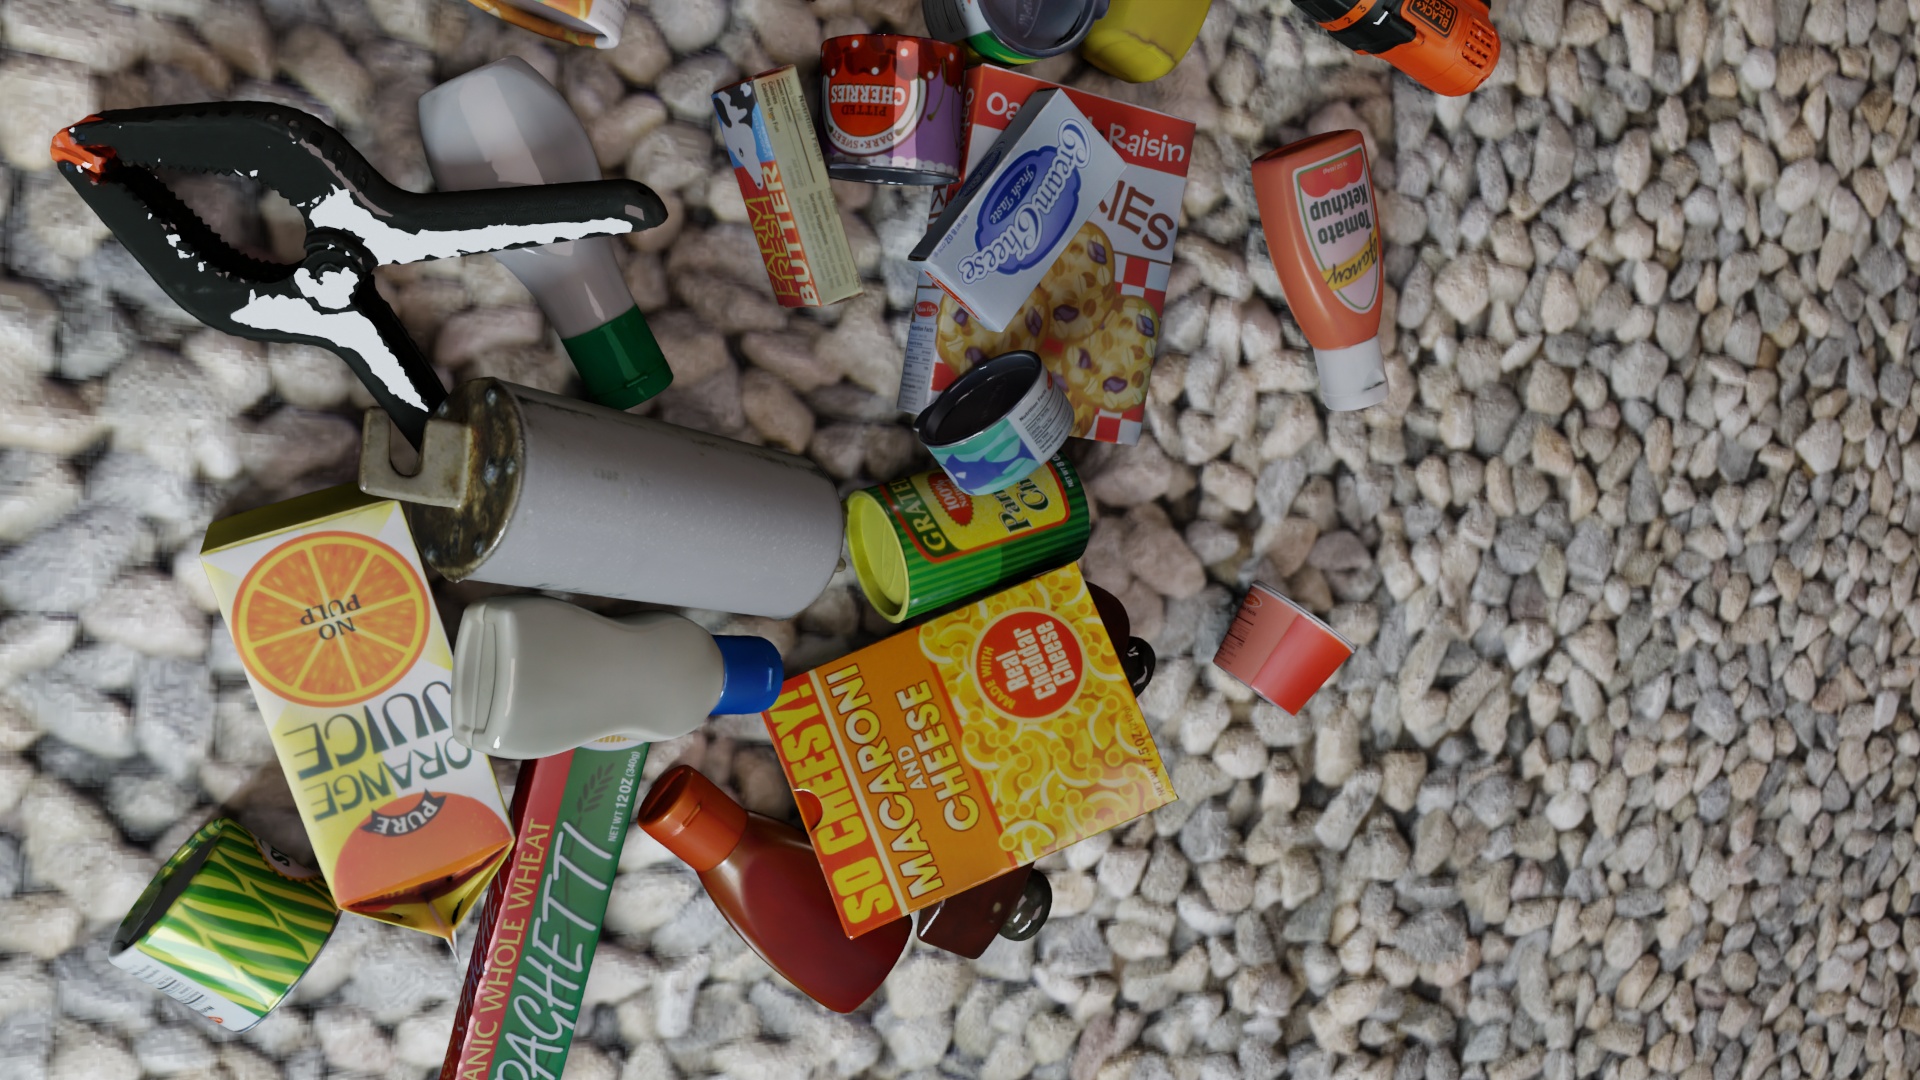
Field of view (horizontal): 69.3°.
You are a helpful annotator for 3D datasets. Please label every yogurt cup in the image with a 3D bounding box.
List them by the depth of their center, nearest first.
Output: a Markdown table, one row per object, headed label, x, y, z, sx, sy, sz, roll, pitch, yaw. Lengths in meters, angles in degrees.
| label | x | y | z | sx | sy | sz | roll | pitch | yaw |
| --- | --- | --- | --- | --- | --- | --- | --- | --- | --- |
| yogurt cup | 0.179 | 0.062 | 0.783 | 0.072 | 0.072 | 0.054 | 34 | 92 | -27 |

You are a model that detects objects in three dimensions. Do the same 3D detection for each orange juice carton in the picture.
| label | x | y | z | sx | sy | sz | roll | pitch | yaw |
| --- | --- | --- | --- | --- | --- | --- | --- | --- | --- |
| orange juice carton | -0.239 | 0.077 | 0.571 | 0.073 | 0.072 | 0.192 | -19 | 107 | -21 |

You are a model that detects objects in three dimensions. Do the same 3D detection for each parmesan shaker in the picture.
| label | x | y | z | sx | sy | sz | roll | pitch | yaw |
| --- | --- | --- | --- | --- | --- | --- | --- | --- | --- |
| parmesan shaker | 0.002 | -0.009 | 0.681 | 0.103 | 0.071 | 0.071 | -18 | 107 | -25 |

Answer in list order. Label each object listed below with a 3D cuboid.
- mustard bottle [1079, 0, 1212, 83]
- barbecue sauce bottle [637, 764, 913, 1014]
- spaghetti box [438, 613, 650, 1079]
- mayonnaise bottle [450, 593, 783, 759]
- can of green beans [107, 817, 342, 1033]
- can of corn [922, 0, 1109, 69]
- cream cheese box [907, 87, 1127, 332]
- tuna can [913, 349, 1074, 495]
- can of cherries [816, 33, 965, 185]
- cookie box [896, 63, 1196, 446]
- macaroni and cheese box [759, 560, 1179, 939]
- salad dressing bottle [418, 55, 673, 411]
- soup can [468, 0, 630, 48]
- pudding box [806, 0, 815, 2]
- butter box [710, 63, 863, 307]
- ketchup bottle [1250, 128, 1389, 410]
| label | x | y | z | sx | sy | sz | roll | pitch | yaw |
| --- | --- | --- | --- | --- | --- | --- | --- | --- | --- |
| mustard bottle | 0.109 | -0.307 | 0.682 | 0.049 | 0.065 | 0.160 | 23 | 85 | -24 |
| barbecue sauce bottle | -0.091 | 0.166 | 0.677 | 0.148 | 0.043 | 0.065 | 46 | 71 | -25 |
| spaghetti box | -0.187 | 0.158 | 0.636 | 0.050 | 0.029 | 0.249 | 14 | 93 | -27 |
| mayonnaise bottle | -0.139 | 0.057 | 0.587 | 0.148 | 0.041 | 0.064 | 7 | 86 | -52 |
| can of green beans | -0.295 | 0.154 | 0.561 | 0.057 | 0.071 | 0.071 | 45 | 79 | -25 |
| can of corn | 0.025 | -0.256 | 0.651 | 0.071 | 0.058 | 0.071 | -5 | 101 | -26 |
| cream cheese box | 0.027 | -0.153 | 0.644 | 0.053 | 0.024 | 0.104 | 40 | 82 | -27 |
| tuna can | 0.015 | -0.053 | 0.636 | 0.071 | 0.071 | 0.032 | -44 | 117 | -13 |
| can of cherries | -0.032 | -0.193 | 0.627 | 0.071 | 0.071 | 0.058 | -1 | 100 | -26 |
| cookie box | 0.043 | -0.138 | 0.692 | 0.123 | 0.040 | 0.167 | 6 | 97 | -27 |
| macaroni and cheese box | 0.001 | 0.098 | 0.662 | 0.167 | 0.040 | 0.124 | -22 | 81 | -5 |
| salad dressing bottle | -0.171 | -0.125 | 0.586 | 0.064 | 0.044 | 0.147 | -31 | 113 | -16 |
| soup can | -0.161 | -0.250 | 0.556 | 0.071 | 0.071 | 0.083 | 14 | 93 | -28 |
| pudding box | -0.085 | -0.282 | 0.607 | 0.083 | 0.030 | 0.049 | 29 | 87 | -27 |
| butter box | -0.078 | -0.155 | 0.621 | 0.024 | 0.053 | 0.103 | -25 | 110 | -23 |
| ketchup bottle | 0.205 | -0.147 | 0.769 | 0.065 | 0.043 | 0.148 | -24 | 110 | -21 |
